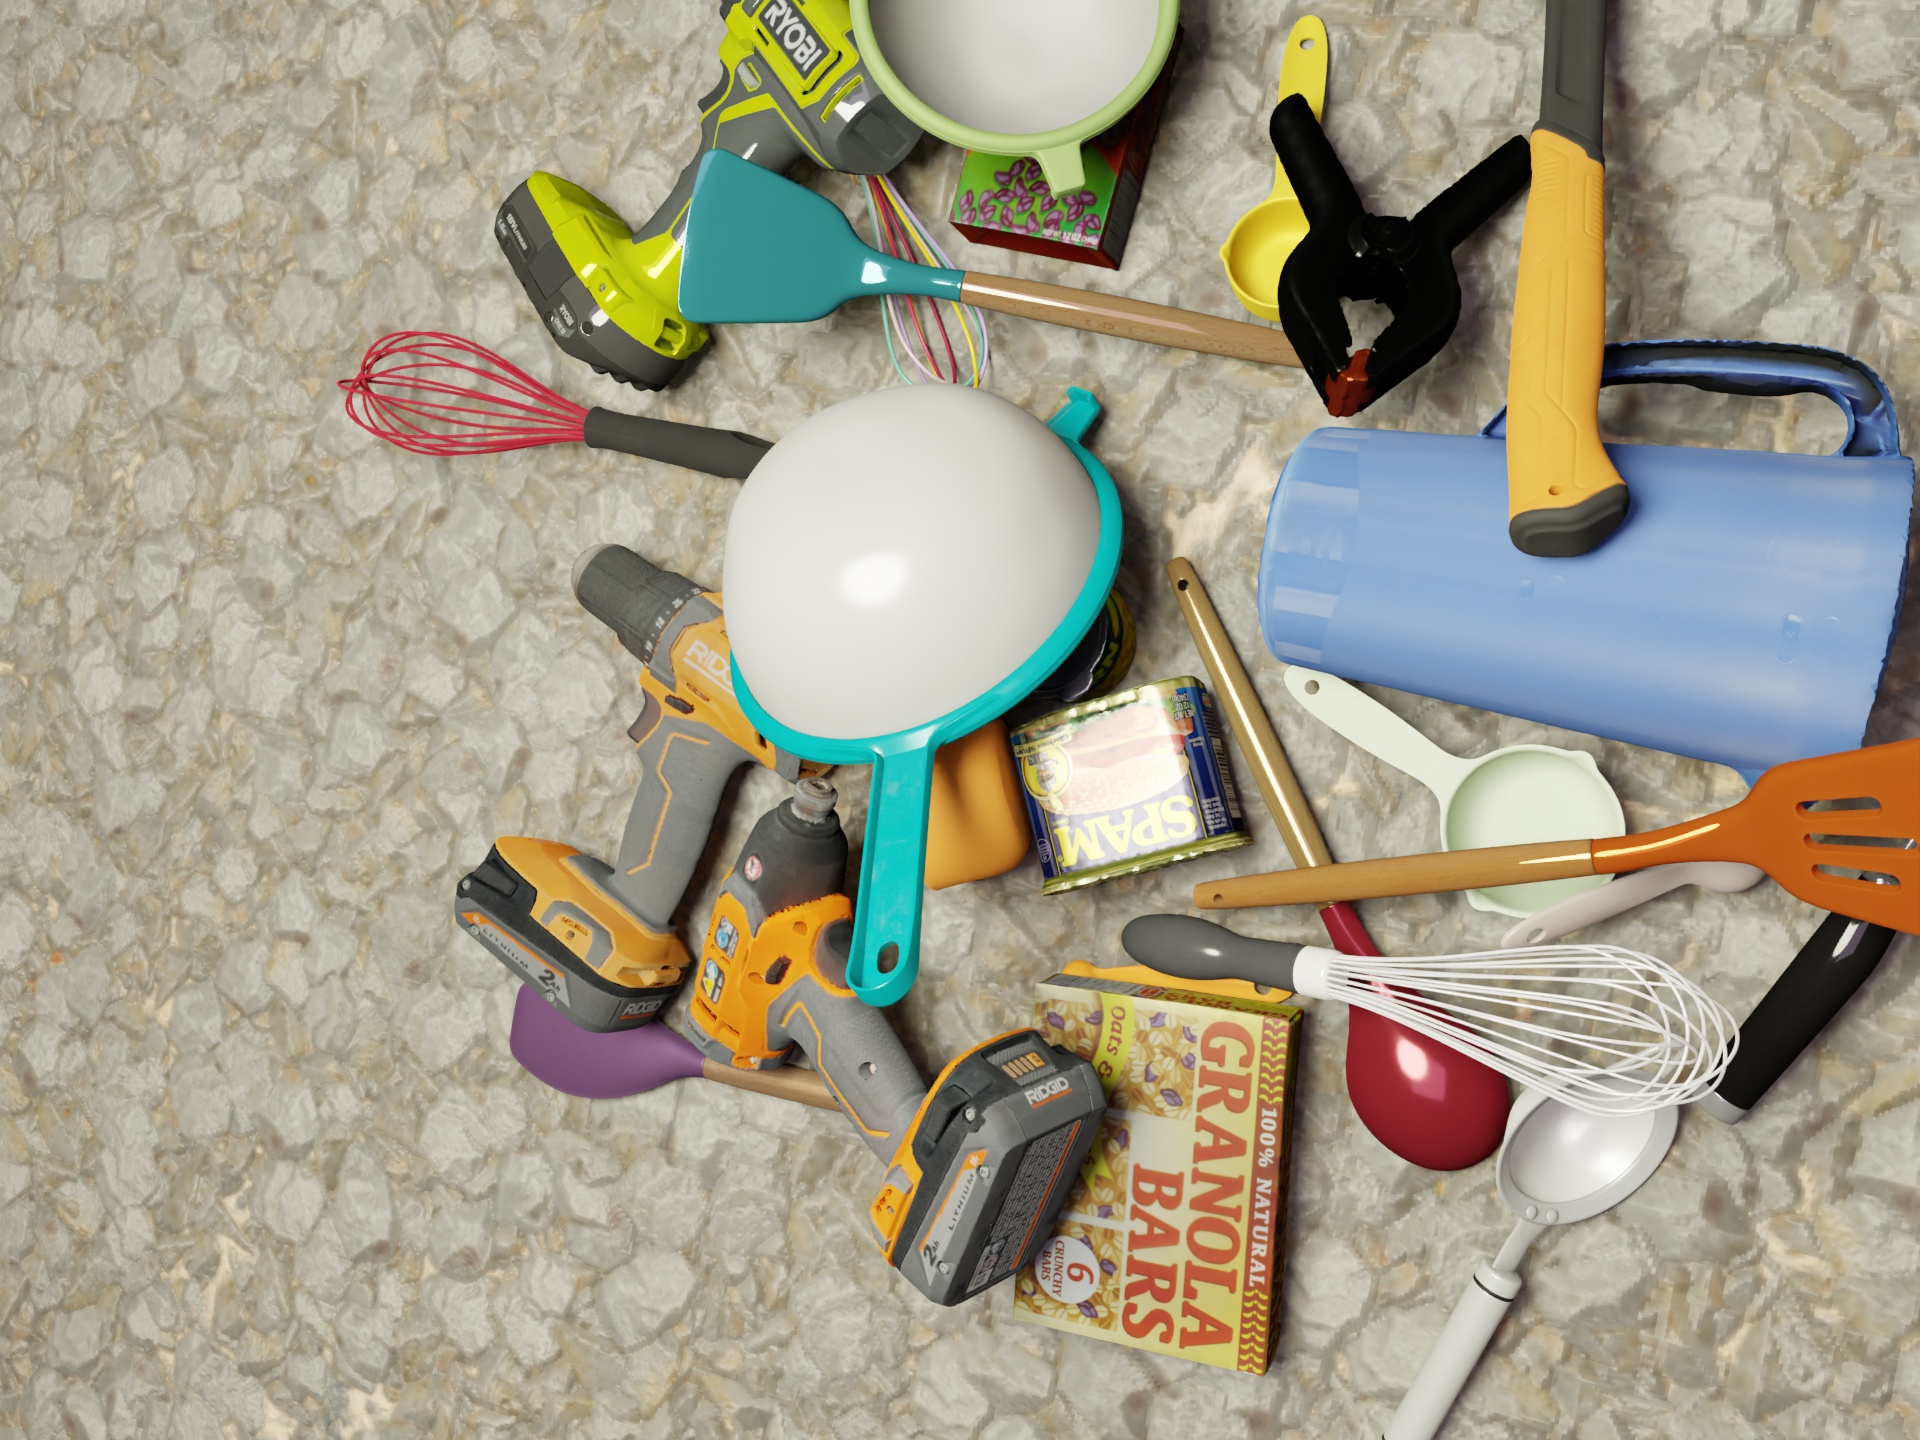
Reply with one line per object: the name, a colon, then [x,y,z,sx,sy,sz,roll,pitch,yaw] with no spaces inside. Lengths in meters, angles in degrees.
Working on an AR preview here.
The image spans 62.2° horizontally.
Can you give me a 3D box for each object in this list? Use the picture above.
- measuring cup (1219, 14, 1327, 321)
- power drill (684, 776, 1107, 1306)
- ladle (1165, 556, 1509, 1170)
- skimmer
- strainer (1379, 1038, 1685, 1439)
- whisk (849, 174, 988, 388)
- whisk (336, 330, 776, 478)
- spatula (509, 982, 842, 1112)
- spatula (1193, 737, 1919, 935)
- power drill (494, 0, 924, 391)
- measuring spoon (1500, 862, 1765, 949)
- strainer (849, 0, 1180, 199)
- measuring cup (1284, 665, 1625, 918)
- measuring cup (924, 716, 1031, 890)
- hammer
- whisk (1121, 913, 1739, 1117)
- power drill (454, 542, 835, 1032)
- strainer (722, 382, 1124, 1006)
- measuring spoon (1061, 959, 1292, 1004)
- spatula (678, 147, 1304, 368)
measuring cup: [0.163,-0.266,0.771,0.062,0.029,0.156,4,77,17]
power drill: [-0.040,0.141,0.755,0.227,0.084,0.164,39,123,34]
ladle: [0.166,0.062,0.749,0.069,0.031,0.315,-28,76,21]
skimmer: [0.406,0.006,0.651,0.127,0.090,0.363,26,110,-6]
strainer: [0.239,0.239,0.704,0.086,0.050,0.258,19,103,-23]
whisk: [-0.042,-0.269,0.839,0.051,0.047,0.245,-24,74,6]
whisk: [-0.222,-0.169,0.895,0.296,0.073,0.073,14,93,16]
spatula: [-0.113,0.192,0.855,0.316,0.018,0.060,6,86,23]
spatula: [0.236,0.062,0.658,0.322,0.041,0.081,-11,103,37]
power drill: [-0.138,-0.300,0.841,0.223,0.080,0.171,-42,64,20]
measuring spoon: [0.289,0.077,0.675,0.124,0.034,0.018,-20,39,-4]
strainer: [-0.023,-0.349,0.751,0.256,0.069,0.151,25,85,3]
measuring cup: [0.220,0.024,0.724,0.168,0.038,0.083,36,101,21]
measuring cup: [-0.001,-0.003,0.798,0.052,0.095,0.174,-12,64,13]
hammer: [0.243,-0.218,0.662,0.127,0.034,0.337,1,65,22]
whisk: [0.185,0.114,0.688,0.285,0.070,0.070,5,89,44]
power drill: [-0.179,0.028,0.858,0.185,0.084,0.226,35,96,19]
strainer: [-0.040,-0.042,0.702,0.211,0.095,0.341,-16,45,20]
measuring spoon: [0.104,0.129,0.777,0.117,0.011,0.021,-1,87,21]
spatula: [0.025,-0.204,0.767,0.317,0.044,0.082,12,97,6]
